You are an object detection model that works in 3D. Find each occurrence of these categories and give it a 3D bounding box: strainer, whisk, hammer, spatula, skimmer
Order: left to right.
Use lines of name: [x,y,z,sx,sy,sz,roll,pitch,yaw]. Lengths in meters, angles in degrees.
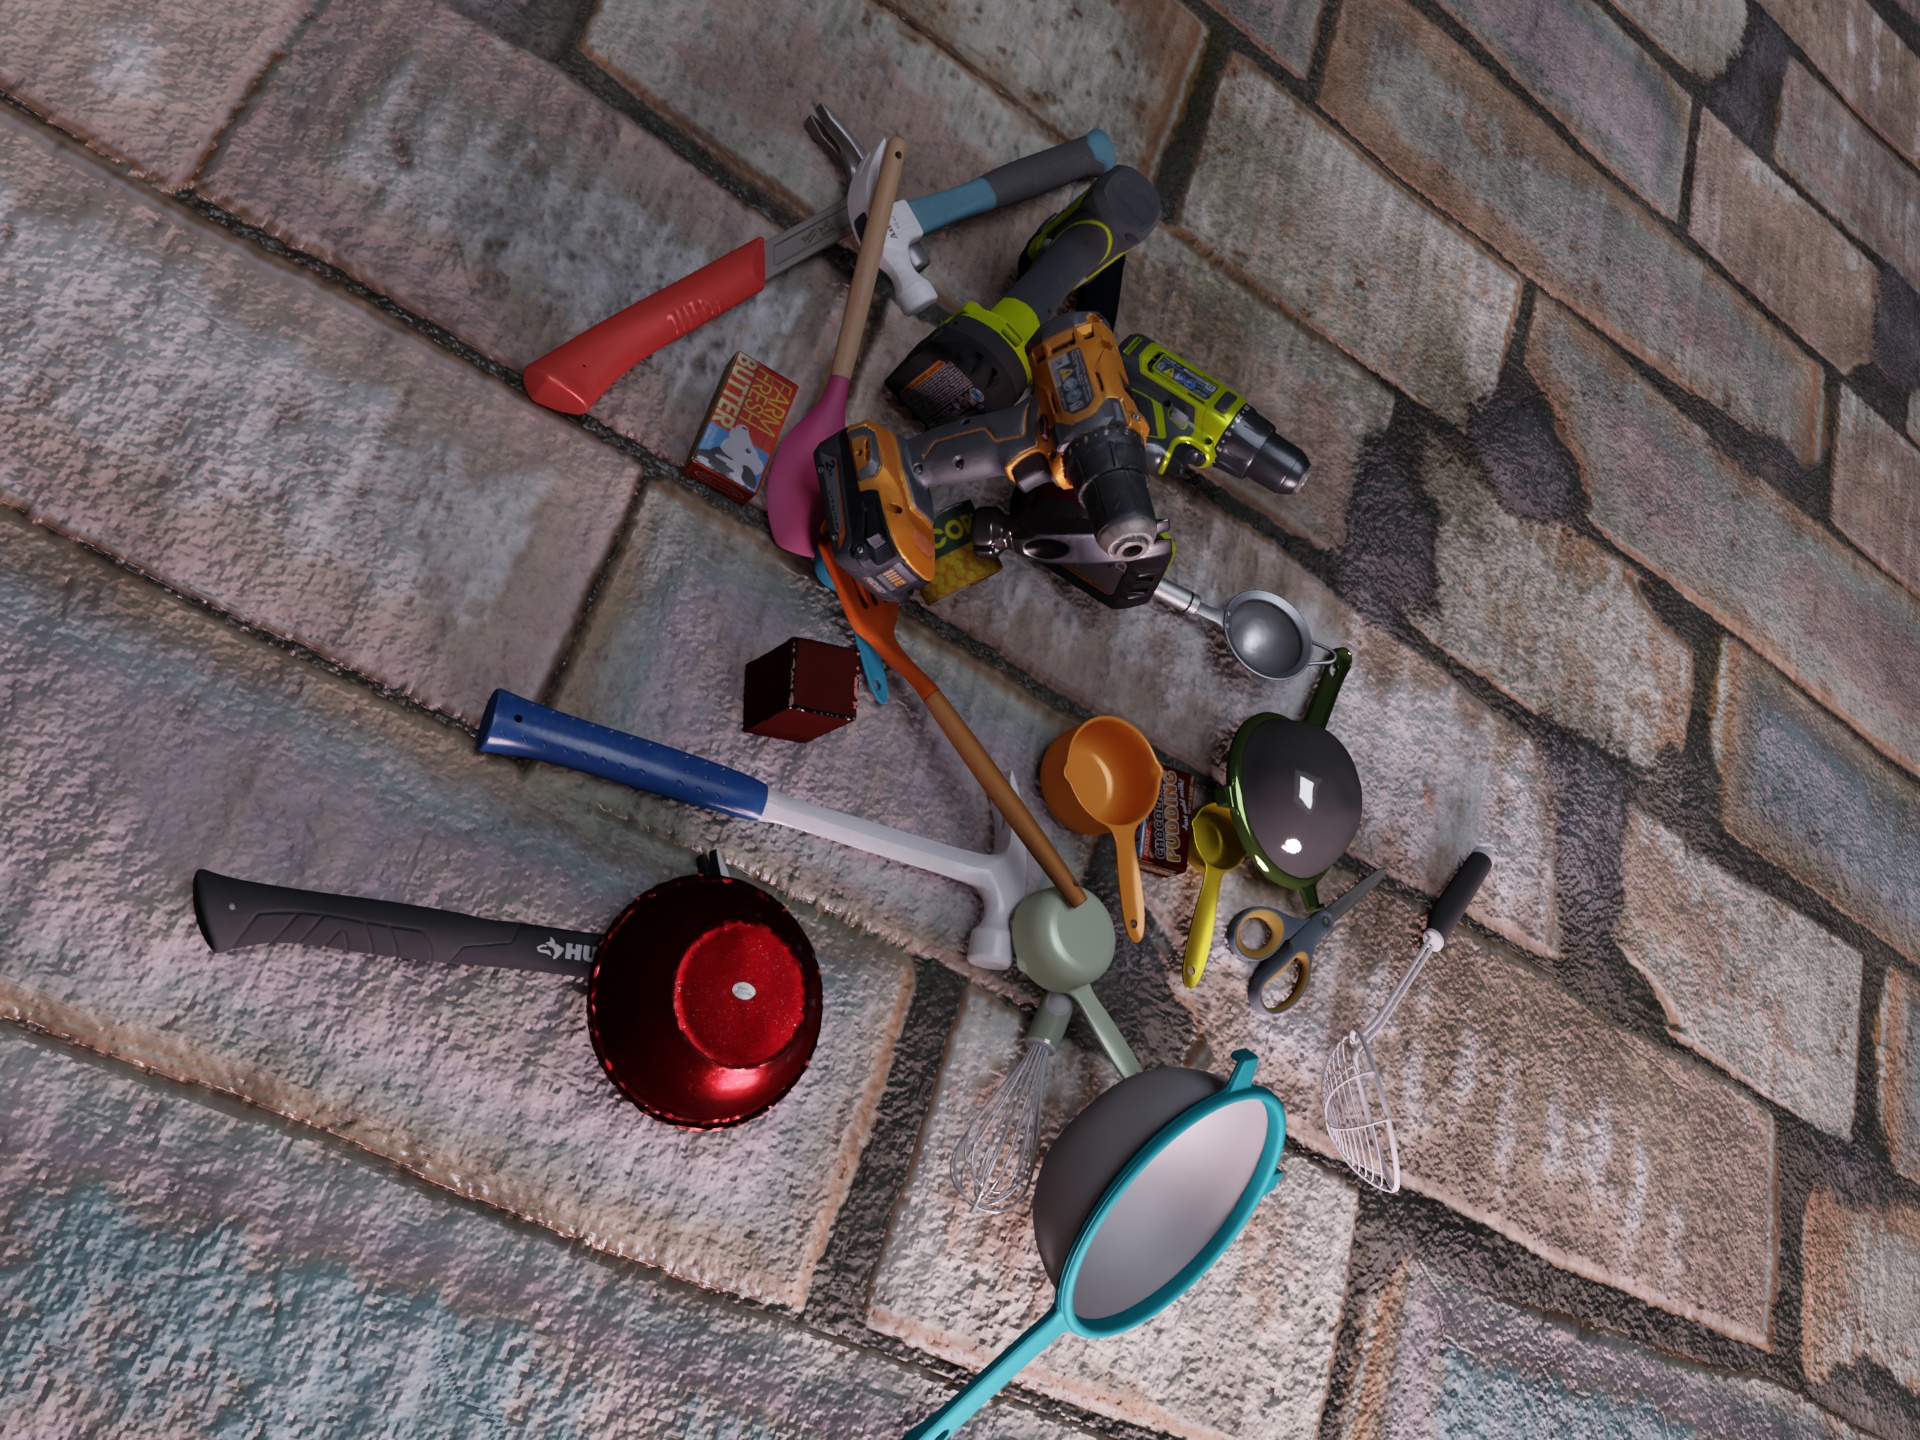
hammer: [-0.287,0.129,0.968,0.334,0.035,0.146,13,70,-28]
hammer: [-0.178,-0.330,1.170,0.359,0.037,0.149,-41,99,-34]
hammer: [-0.126,0.054,1.091,0.405,0.035,0.144,20,67,-26]
spatula: [-0.002,-0.004,1.150,0.323,0.041,0.081,54,35,10]
hammer: [0.029,-0.435,1.309,0.331,0.033,0.128,-36,97,-42]
whisk: [0.055,0.241,1.146,0.058,0.059,0.246,23,57,6]
strainer: [0.074,0.355,1.093,0.340,0.095,0.210,-38,139,-16]
hammer: [0.111,-0.263,1.253,0.038,0.143,0.387,78,19,-46]
strainer: [0.199,-0.096,1.338,0.258,0.050,0.087,24,58,-18]
strainer: [0.310,0.023,1.342,0.151,0.069,0.256,48,50,-23]
skimmer: [0.401,0.233,1.339,0.363,0.090,0.127,-45,134,-36]

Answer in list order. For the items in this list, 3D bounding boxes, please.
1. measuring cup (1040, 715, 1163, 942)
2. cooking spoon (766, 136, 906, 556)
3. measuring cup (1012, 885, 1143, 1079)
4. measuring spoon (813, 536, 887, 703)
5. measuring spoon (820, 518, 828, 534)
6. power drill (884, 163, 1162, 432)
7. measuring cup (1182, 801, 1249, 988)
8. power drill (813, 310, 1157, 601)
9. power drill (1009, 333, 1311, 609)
measuring cup: [0.110,0.086,1.222,0.095,0.052,0.174,-1,78,-33]
cooking spoon: [-0.083,-0.277,1.173,0.068,0.017,0.319,15,86,-33]
measuring cup: [0.101,0.194,1.148,0.083,0.038,0.167,-29,88,-43]
measuring spoon: [-0.081,-0.072,1.170,0.042,0.021,0.128,-24,99,-54]
measuring spoon: [-0.062,-0.160,1.197,0.117,0.011,0.021,-31,125,-41]
power drill: [0.046,-0.320,1.240,0.080,0.171,0.223,44,66,-14]
measuring cup: [0.191,0.140,1.272,0.062,0.029,0.157,26,66,-24]
power drill: [0.023,-0.159,1.090,0.084,0.226,0.186,39,33,-57]
power drill: [0.164,-0.198,1.292,0.190,0.080,0.228,35,59,9]
